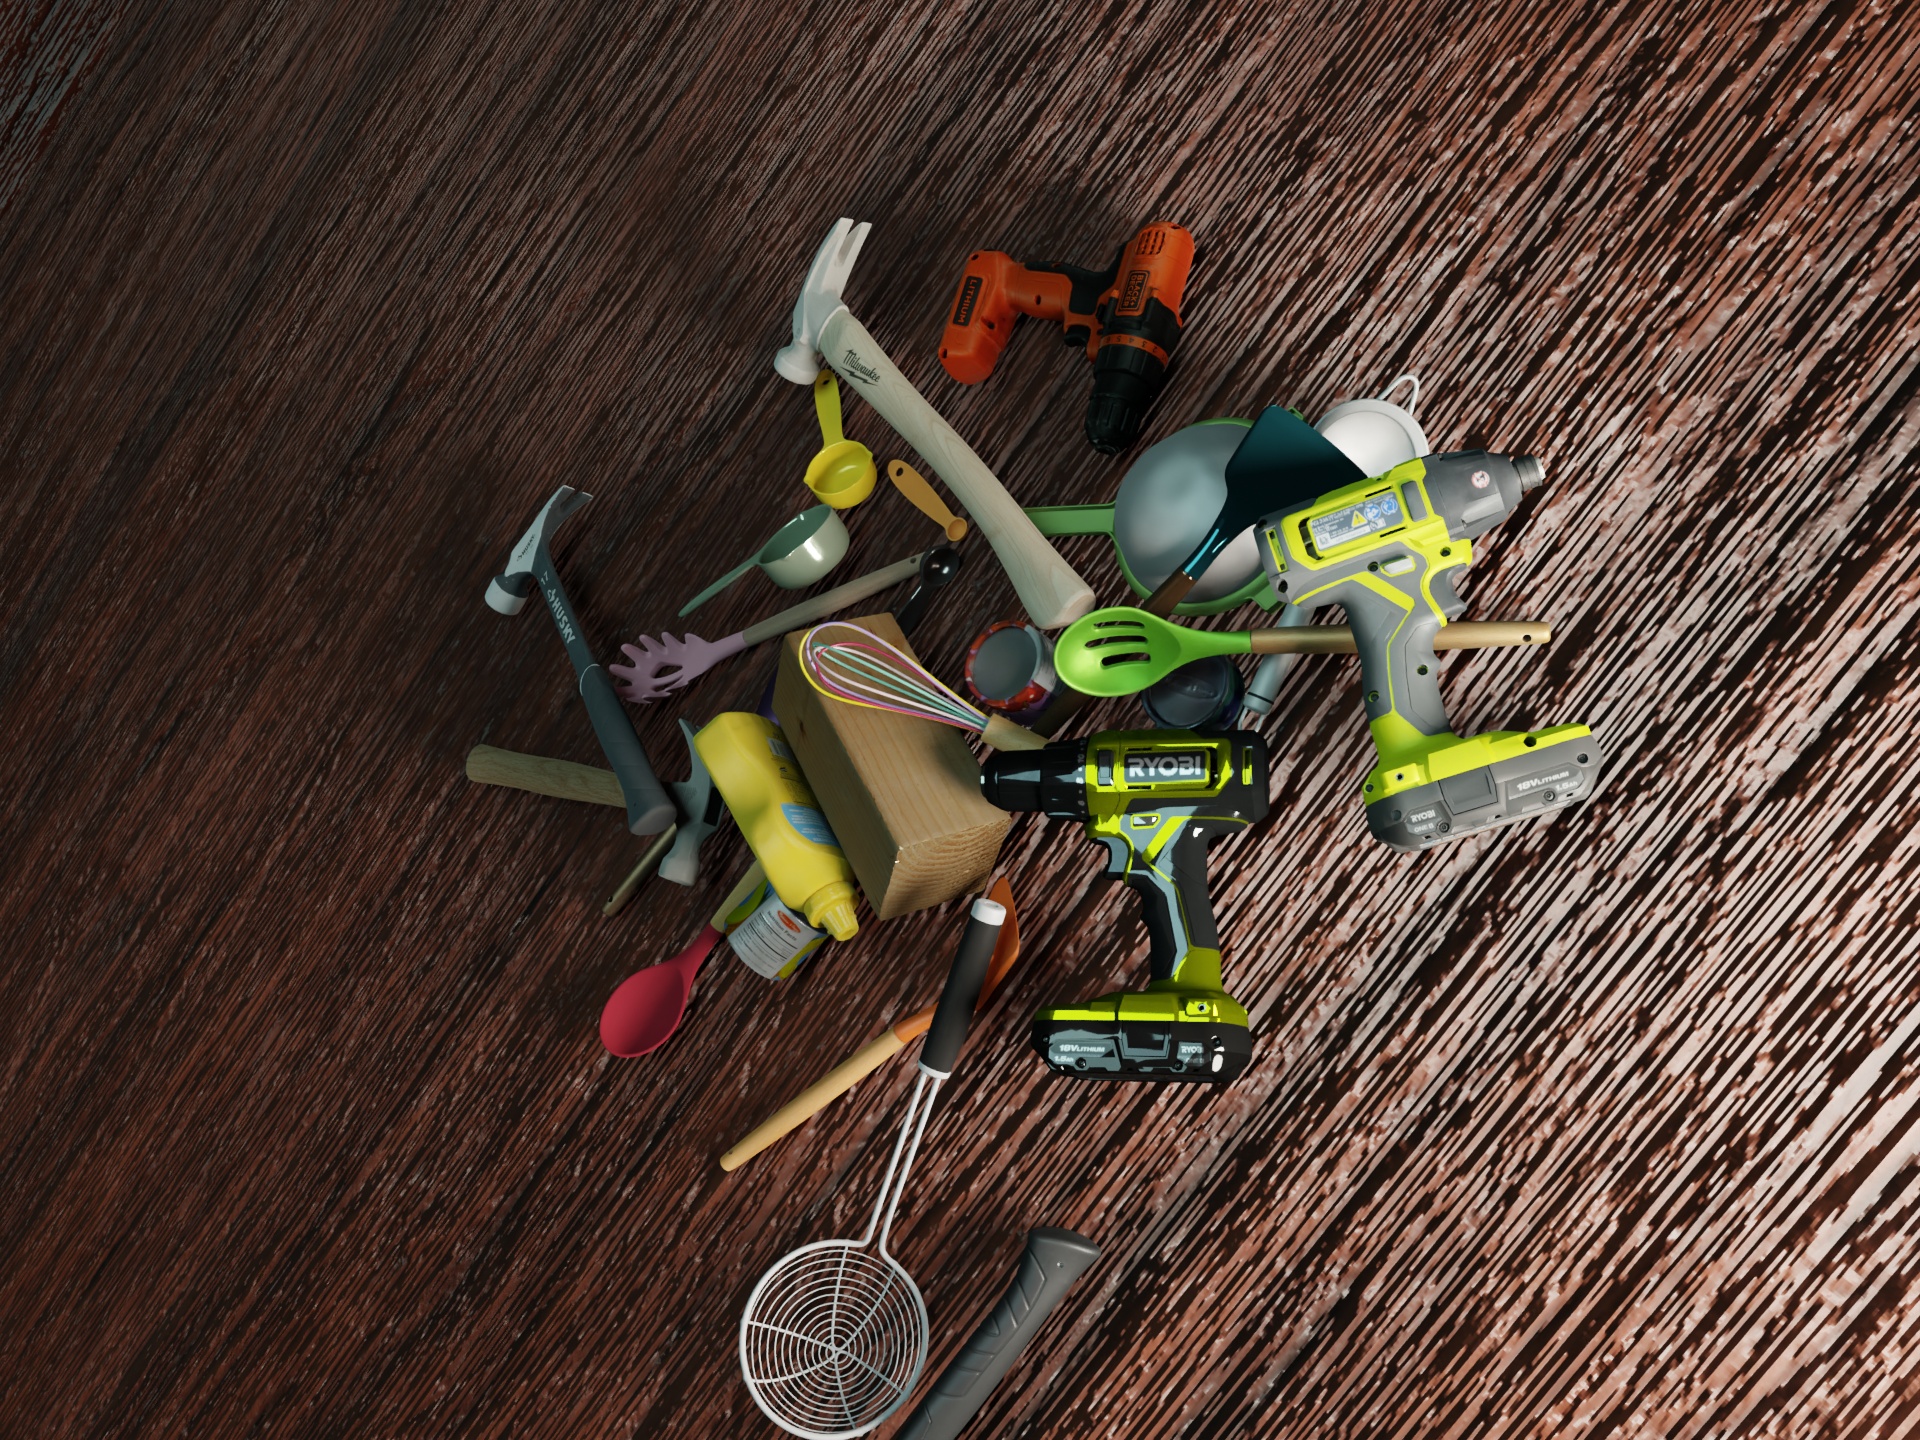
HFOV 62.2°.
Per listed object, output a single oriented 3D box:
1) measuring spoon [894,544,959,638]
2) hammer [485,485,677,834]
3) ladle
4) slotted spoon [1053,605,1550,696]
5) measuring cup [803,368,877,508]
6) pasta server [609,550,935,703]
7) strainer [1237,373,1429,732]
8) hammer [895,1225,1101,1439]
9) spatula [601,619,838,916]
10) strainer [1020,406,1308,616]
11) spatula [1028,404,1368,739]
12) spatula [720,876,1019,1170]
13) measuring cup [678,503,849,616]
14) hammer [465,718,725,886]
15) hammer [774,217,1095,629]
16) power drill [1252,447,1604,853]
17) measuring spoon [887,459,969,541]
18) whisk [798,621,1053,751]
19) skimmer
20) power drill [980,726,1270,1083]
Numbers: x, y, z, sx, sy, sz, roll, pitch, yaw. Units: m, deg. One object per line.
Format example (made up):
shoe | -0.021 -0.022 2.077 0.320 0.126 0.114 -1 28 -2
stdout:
measuring spoon | -0.044 -0.087 1.253 0.124 0.034 0.018 -56 44 11
hammer | -0.318 -0.049 1.367 0.149 0.036 0.409 -53 45 20
ladle | -0.179 0.144 1.267 0.315 0.031 0.069 -51 57 7
slotted spoon | 0.215 -0.050 1.031 0.314 0.070 0.031 -1 35 18
measuring cup | -0.104 -0.239 1.348 0.062 0.029 0.157 -19 51 11
pasta server | -0.160 -0.080 1.321 0.316 0.040 0.060 -21 62 25
strainer | 0.240 -0.109 1.062 0.087 0.050 0.258 23 92 -7
hammer | -0.020 0.468 1.023 0.146 0.035 0.335 38 88 -2
spatula | -0.197 0.043 1.317 0.316 0.018 0.060 -50 50 9
strainer | 0.118 -0.155 1.141 0.256 0.069 0.151 2 76 32
spatula | 0.136 -0.078 1.072 0.317 0.082 0.044 -49 13 27
spatula | -0.067 0.236 1.152 0.322 0.041 0.081 -39 30 19
measuring cup | -0.162 -0.118 1.318 0.167 0.038 0.083 -30 26 22
hammer | -0.321 0.052 1.373 0.331 0.031 0.130 8 74 39
hammer | -0.017 -0.224 1.227 0.411 0.038 0.146 53 129 32
power drill | 0.290 -0.046 0.951 0.171 0.080 0.223 -19 77 15
measuring spoon | -0.026 -0.178 1.284 0.021 0.011 0.117 -50 51 11
whisk | -0.003 -0.002 1.121 0.245 0.051 0.047 26 69 2
skimmer | -0.044 0.294 1.056 0.127 0.090 0.363 21 99 13
power drill | 0.104 0.116 1.036 0.190 0.080 0.229 -2 73 15
